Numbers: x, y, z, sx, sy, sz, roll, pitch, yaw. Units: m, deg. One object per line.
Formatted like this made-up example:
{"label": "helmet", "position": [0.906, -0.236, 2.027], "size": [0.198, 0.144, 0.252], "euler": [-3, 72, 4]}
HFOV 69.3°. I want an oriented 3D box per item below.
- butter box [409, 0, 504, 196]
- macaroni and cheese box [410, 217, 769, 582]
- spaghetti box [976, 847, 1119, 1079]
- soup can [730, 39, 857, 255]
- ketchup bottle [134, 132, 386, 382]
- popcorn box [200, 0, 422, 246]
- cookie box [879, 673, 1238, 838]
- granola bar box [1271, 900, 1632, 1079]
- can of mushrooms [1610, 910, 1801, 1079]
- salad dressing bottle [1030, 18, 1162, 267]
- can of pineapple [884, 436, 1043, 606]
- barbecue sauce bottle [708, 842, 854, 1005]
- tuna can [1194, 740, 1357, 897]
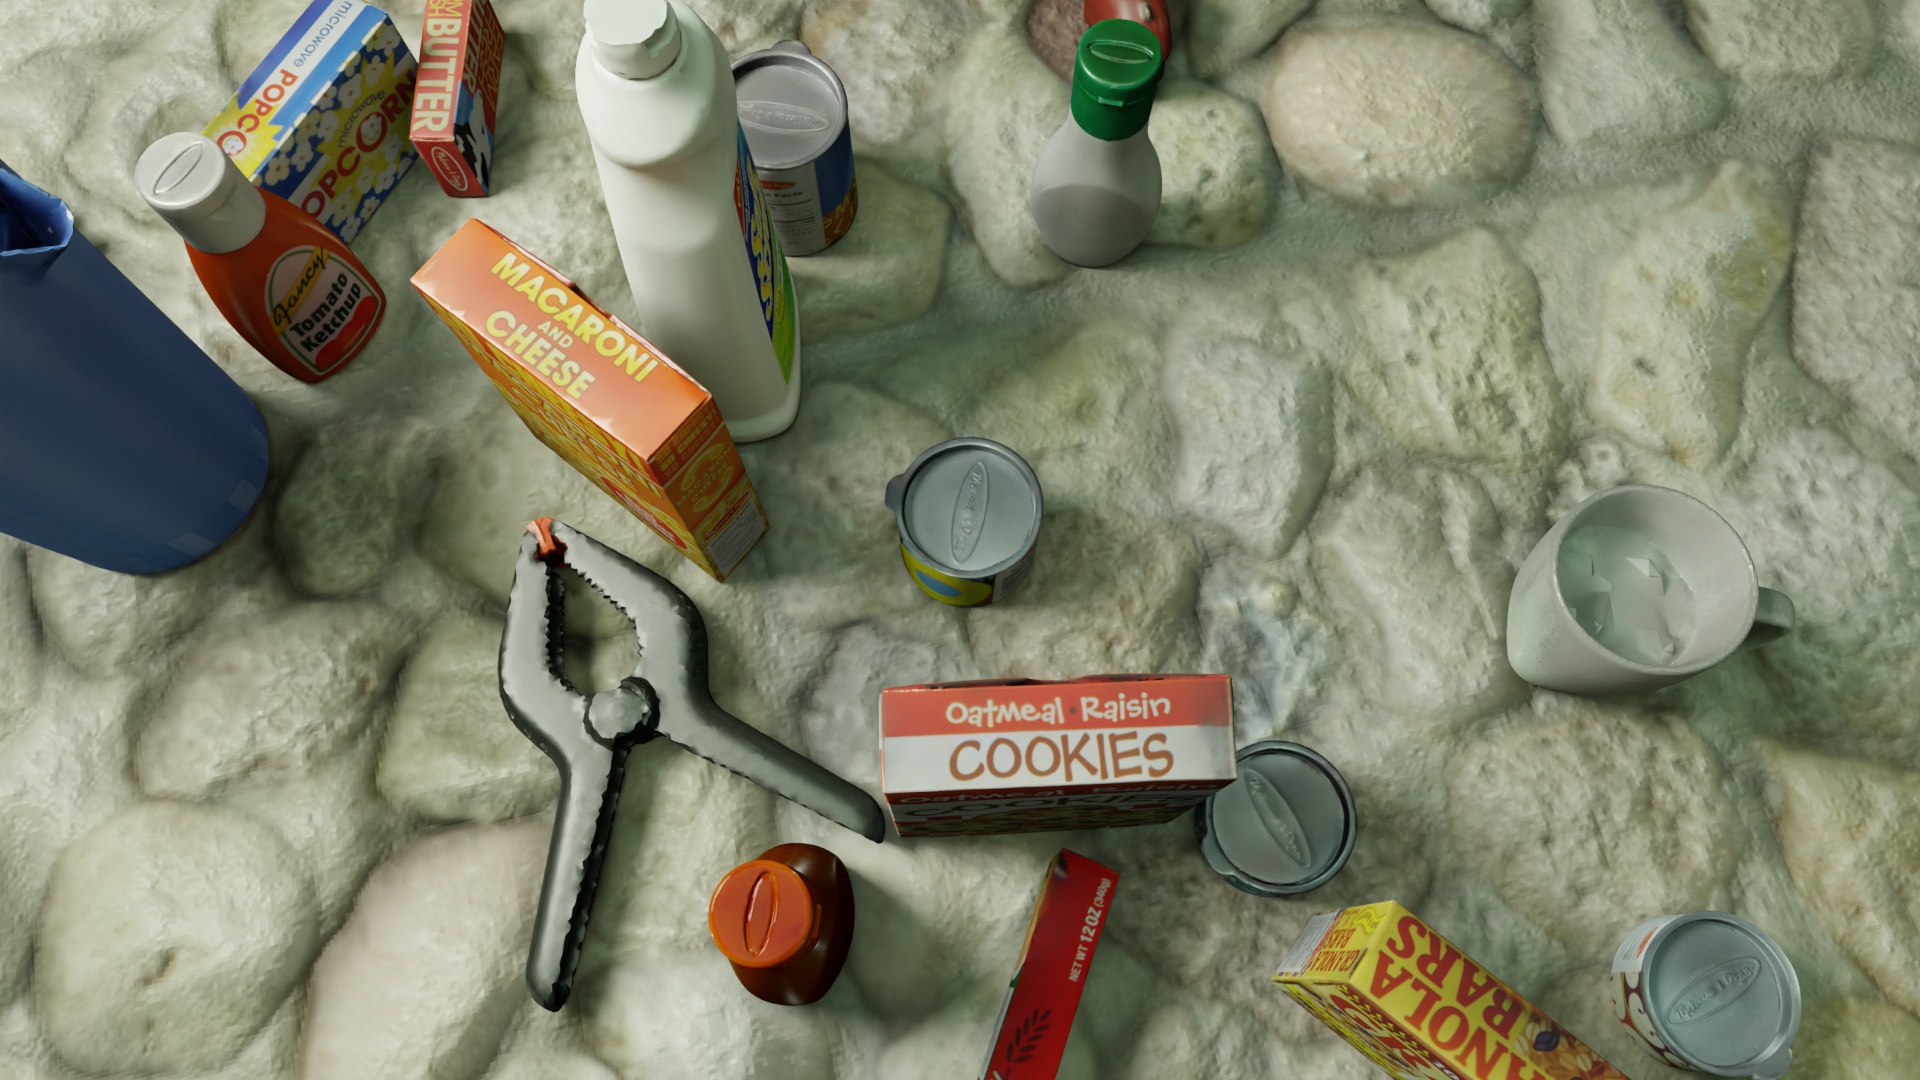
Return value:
{"label": "butter box", "position": [-0.257, -0.235, 0.713], "size": [0.024, 0.053, 0.104], "euler": [0, 72, -1]}
{"label": "macaroni and cheese box", "position": [-0.150, -0.054, 0.596], "size": [0.124, 0.166, 0.040], "euler": [37, 76, 10]}
{"label": "spaghetti box", "position": [0.011, 0.250, 0.562], "size": [0.029, 0.050, 0.251], "euler": [19, 73, 5]}
{"label": "soup can", "position": [-0.085, -0.191, 0.684], "size": [0.071, 0.083, 0.071], "euler": [0, 73, 0]}
{"label": "ketchup bottle", "position": [-0.315, -0.128, 0.627], "size": [0.043, 0.148, 0.065], "euler": [31, 75, 9]}
{"label": "popcorn box", "position": [-0.316, -0.195, 0.682], "size": [0.038, 0.085, 0.127], "euler": [28, 74, 8]}
{"label": "cookie box", "position": [0.033, 0.089, 0.552], "size": [0.123, 0.167, 0.040], "euler": [-3, 73, -1]}
{"label": "granola bar box", "position": [0.210, 0.210, 0.538], "size": [0.166, 0.124, 0.039], "euler": [37, 76, 10]}
{"label": "can of mushrooms", "position": [0.317, 0.195, 0.592], "size": [0.071, 0.033, 0.071], "euler": [0, 72, -1]}
{"label": "salad dressing bottle", "position": [0.067, -0.182, 0.650], "size": [0.064, 0.147, 0.044], "euler": [11, 73, 3]}
{"label": "can of pineapple", "position": [0.002, -0.008, 0.640], "size": [0.071, 0.057, 0.071], "euler": [0, 72, -1]}
{"label": "barbecue sauce bottle", "position": [-0.068, 0.148, 0.542], "size": [0.044, 0.148, 0.065], "euler": [8, 73, 2]}
{"label": "tuna can", "position": [0.136, 0.125, 0.612], "size": [0.071, 0.032, 0.071], "euler": [0, 72, -1]}
